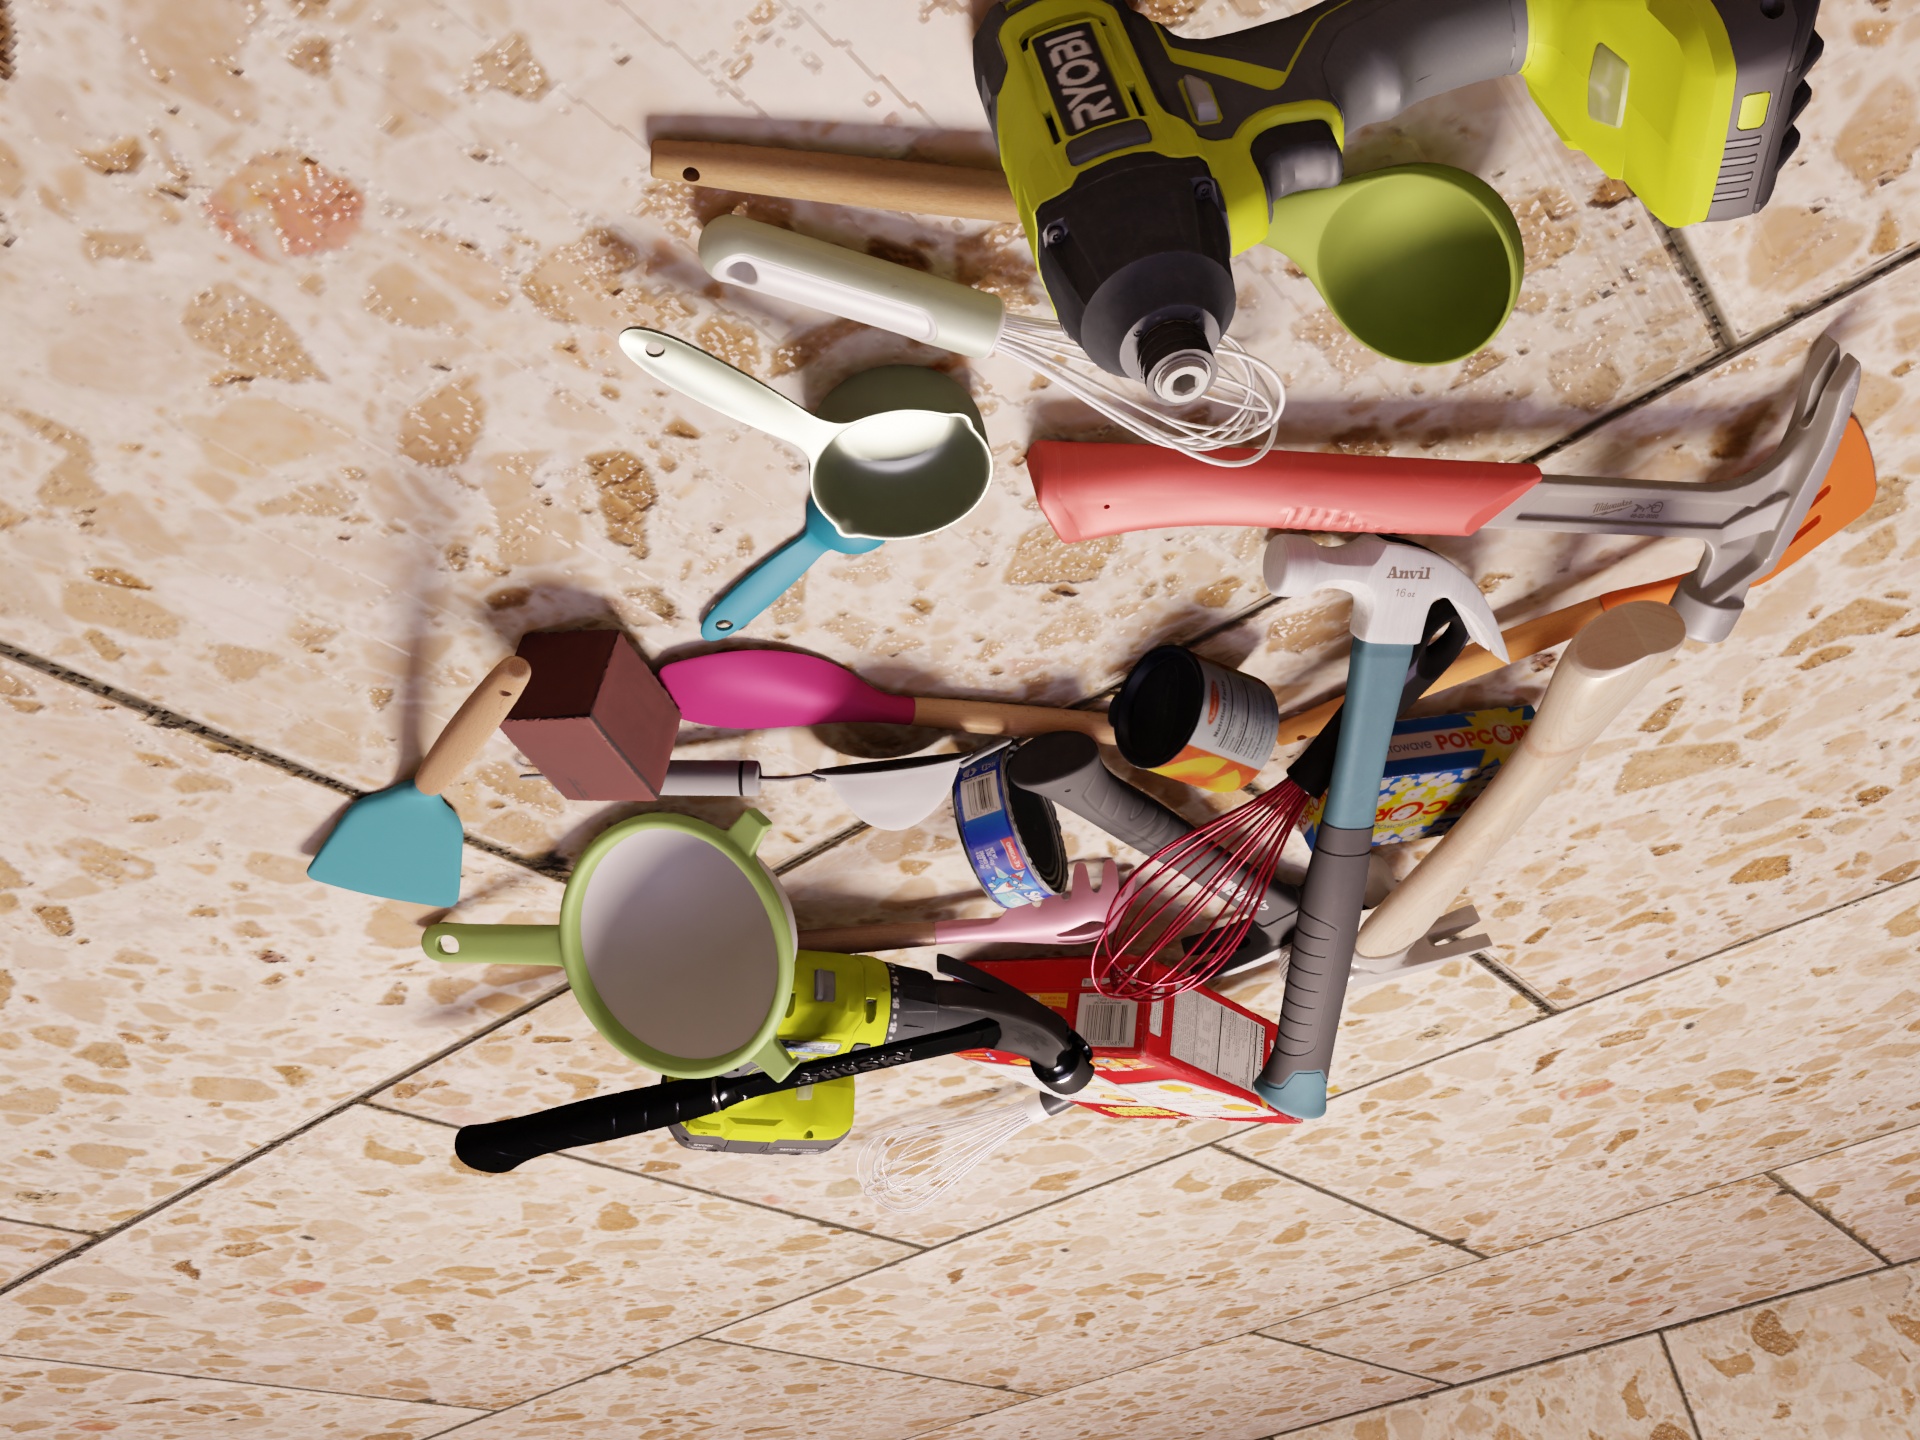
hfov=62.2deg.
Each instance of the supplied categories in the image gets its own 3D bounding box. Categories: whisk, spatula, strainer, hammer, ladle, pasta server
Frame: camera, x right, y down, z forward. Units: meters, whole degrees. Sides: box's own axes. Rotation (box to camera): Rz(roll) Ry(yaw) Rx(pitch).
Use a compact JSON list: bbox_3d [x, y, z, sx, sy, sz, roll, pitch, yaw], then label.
[{"bbox_3d":[0.172,0.048,0.860,0.073,0.073,0.295,25,112,-39],"label":"whisk"},{"bbox_3d":[-0.253,0.034,0.771,0.082,0.044,0.317,17,156,-23],"label":"spatula"},{"bbox_3d":[-0.102,0.032,0.837,0.258,0.050,0.087,1,-178,0],"label":"strainer"},{"bbox_3d":[0.302,0.058,0.895,0.146,0.038,0.410,-12,152,-14],"label":"hammer"},{"bbox_3d":[0.051,-0.178,0.573,0.320,0.062,0.078,2,143,-11],"label":"ladle"},{"bbox_3d":[0.035,0.322,1.280,0.284,0.070,0.070,-30,140,19],"label":"whisk"},{"bbox_3d":[0.197,0.065,0.827,0.128,0.033,0.330,0,113,-13],"label":"hammer"},{"bbox_3d":[-0.196,0.124,0.927,0.256,0.151,0.069,-3,-173,25],"label":"strainer"},{"bbox_3d":[0.209,-0.108,0.708,0.359,0.037,0.149,2,127,-9],"label":"hammer"},{"bbox_3d":[0.311,-0.056,0.832,0.322,0.041,0.080,-24,142,27],"label":"spatula"},{"bbox_3d":[-0.134,0.221,0.958,0.409,0.036,0.149,-17,142,19],"label":"hammer"},{"bbox_3d":[0.019,-0.148,0.615,0.246,0.059,0.058,12,157,-20],"label":"whisk"},{"bbox_3d":[0.133,0.081,0.952,0.146,0.035,0.334,-32,143,23],"label":"hammer"},{"bbox_3d":[-0.043,0.131,1.016,0.316,0.040,0.060,-5,145,1],"label":"pasta server"}]

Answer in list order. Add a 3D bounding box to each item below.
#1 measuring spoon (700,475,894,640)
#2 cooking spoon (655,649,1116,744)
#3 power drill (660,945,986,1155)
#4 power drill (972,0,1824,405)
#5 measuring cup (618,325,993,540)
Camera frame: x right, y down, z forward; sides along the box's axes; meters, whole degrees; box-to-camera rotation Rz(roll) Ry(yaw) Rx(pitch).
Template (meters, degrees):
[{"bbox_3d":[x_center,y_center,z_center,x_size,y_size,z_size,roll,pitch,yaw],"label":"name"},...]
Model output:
[{"bbox_3d":[-0.077,-0.065,0.729,0.042,0.021,0.128,25,131,-39],"label":"measuring spoon"},{"bbox_3d":[-0.001,-0.003,0.838,0.318,0.017,0.068,5,145,-18],"label":"cooking spoon"},{"bbox_3d":[-0.097,0.218,1.052,0.190,0.080,0.228,8,147,-18],"label":"power drill"},{"bbox_3d":[0.126,-0.183,0.485,0.223,0.171,0.080,-16,144,4],"label":"power drill"},{"bbox_3d":[-0.061,-0.127,0.635,0.167,0.038,0.083,22,135,-34],"label":"measuring cup"}]
